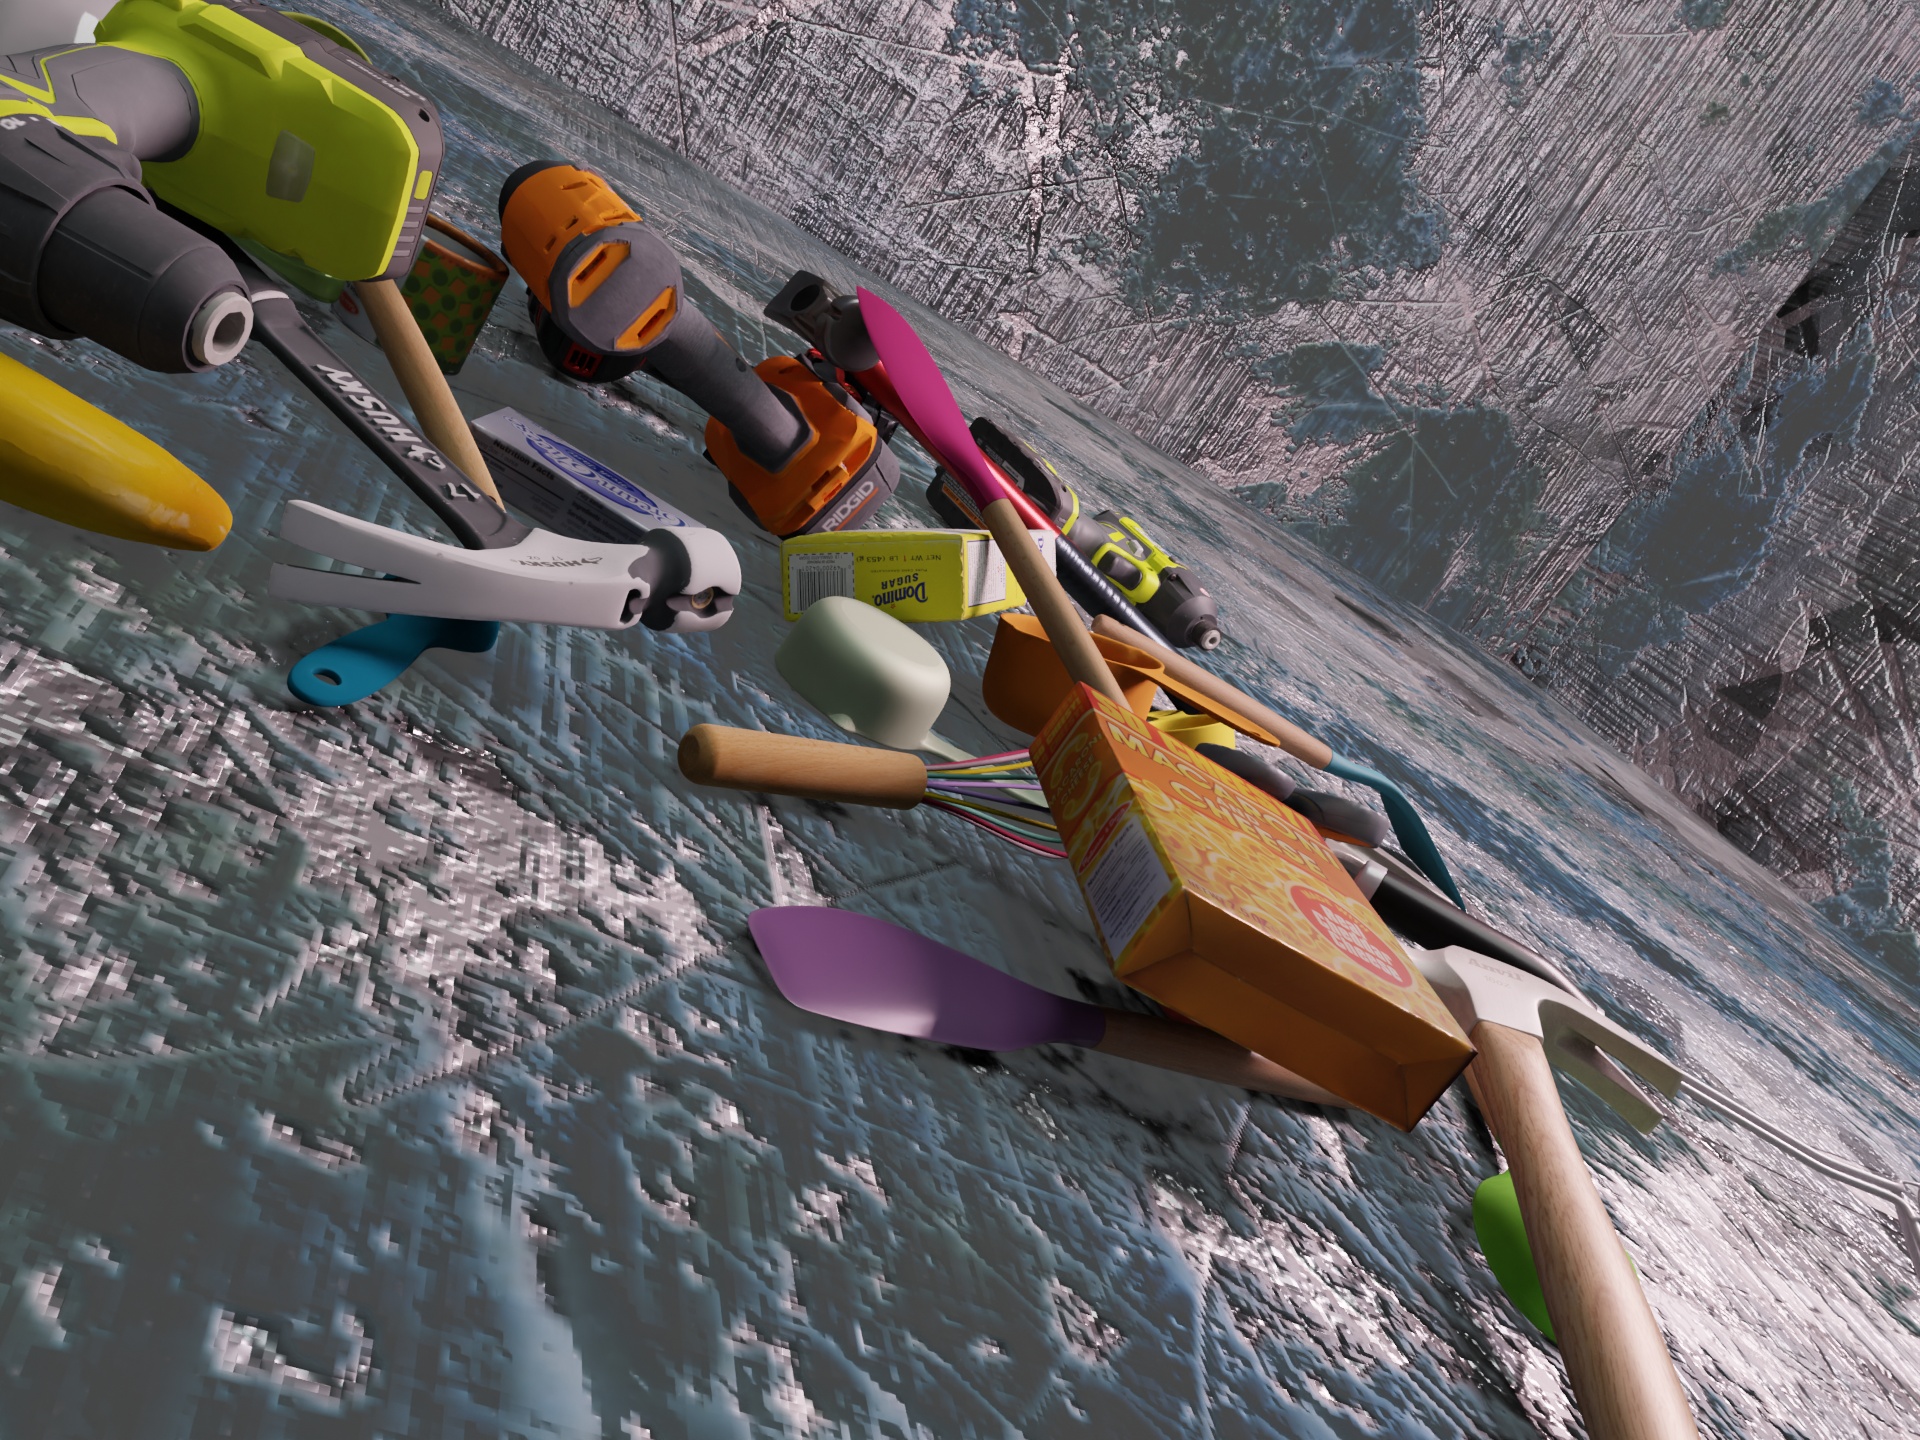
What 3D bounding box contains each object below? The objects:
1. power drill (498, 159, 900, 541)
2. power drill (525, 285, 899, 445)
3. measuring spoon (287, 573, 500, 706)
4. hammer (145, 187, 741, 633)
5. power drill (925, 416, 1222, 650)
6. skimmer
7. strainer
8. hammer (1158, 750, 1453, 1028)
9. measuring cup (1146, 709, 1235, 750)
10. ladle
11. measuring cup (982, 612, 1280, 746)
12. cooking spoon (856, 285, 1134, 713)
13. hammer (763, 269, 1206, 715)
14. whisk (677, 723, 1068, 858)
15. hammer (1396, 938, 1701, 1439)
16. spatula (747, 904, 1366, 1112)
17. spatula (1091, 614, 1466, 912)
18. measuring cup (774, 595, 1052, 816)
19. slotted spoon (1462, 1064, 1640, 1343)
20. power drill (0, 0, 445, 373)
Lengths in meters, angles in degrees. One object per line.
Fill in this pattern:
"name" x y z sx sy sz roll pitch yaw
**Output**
"power drill" -0.144 -0.196 0.827 0.226 0.084 0.164 40 7 -45
"power drill" -0.163 -0.229 0.997 0.226 0.080 0.188 22 19 -27
"measuring spoon" -0.172 -0.030 0.490 0.042 0.021 0.129 31 14 -7
"hammer" -0.257 -0.143 0.593 0.409 0.036 0.149 39 27 32
"power drill" 0.096 -0.132 1.207 0.223 0.080 0.171 24 18 -40
"skimmer" 0.320 0.194 0.711 0.363 0.090 0.127 32 19 12
"strainer" -0.382 -0.291 0.759 0.256 0.069 0.151 35 16 11
"hammer" 0.156 0.088 0.756 0.149 0.036 0.359 37 16 12
"measuring cup" 0.124 0.011 0.928 0.062 0.029 0.156 -8 4 1
"ladle" -0.250 -0.196 0.681 0.078 0.062 0.320 -12 55 -32
"measuring cup" 0.081 -0.002 0.781 0.095 0.052 0.174 6 18 -45
"cooking spoon" 0.029 -0.080 0.749 0.319 0.017 0.068 62 19 17
"hammer" 0.035 -0.121 0.958 0.386 0.038 0.143 42 2 -30
"whisk" -0.007 0.025 0.619 0.244 0.051 0.047 10 62 -44
"hammer" 0.206 0.177 0.525 0.130 0.031 0.331 16 25 -2
"spatula" 0.062 0.108 0.547 0.315 0.018 0.060 21 21 -35
"spatula" 0.201 0.022 0.988 0.317 0.044 0.082 29 14 -22
"measuring cup" -0.001 -0.002 0.705 0.167 0.038 0.083 29 17 -7
"slotted spoon" 0.234 0.168 0.691 0.070 0.031 0.314 29 15 0
"power drill" -0.276 -0.187 0.534 0.190 0.080 0.228 28 26 2
